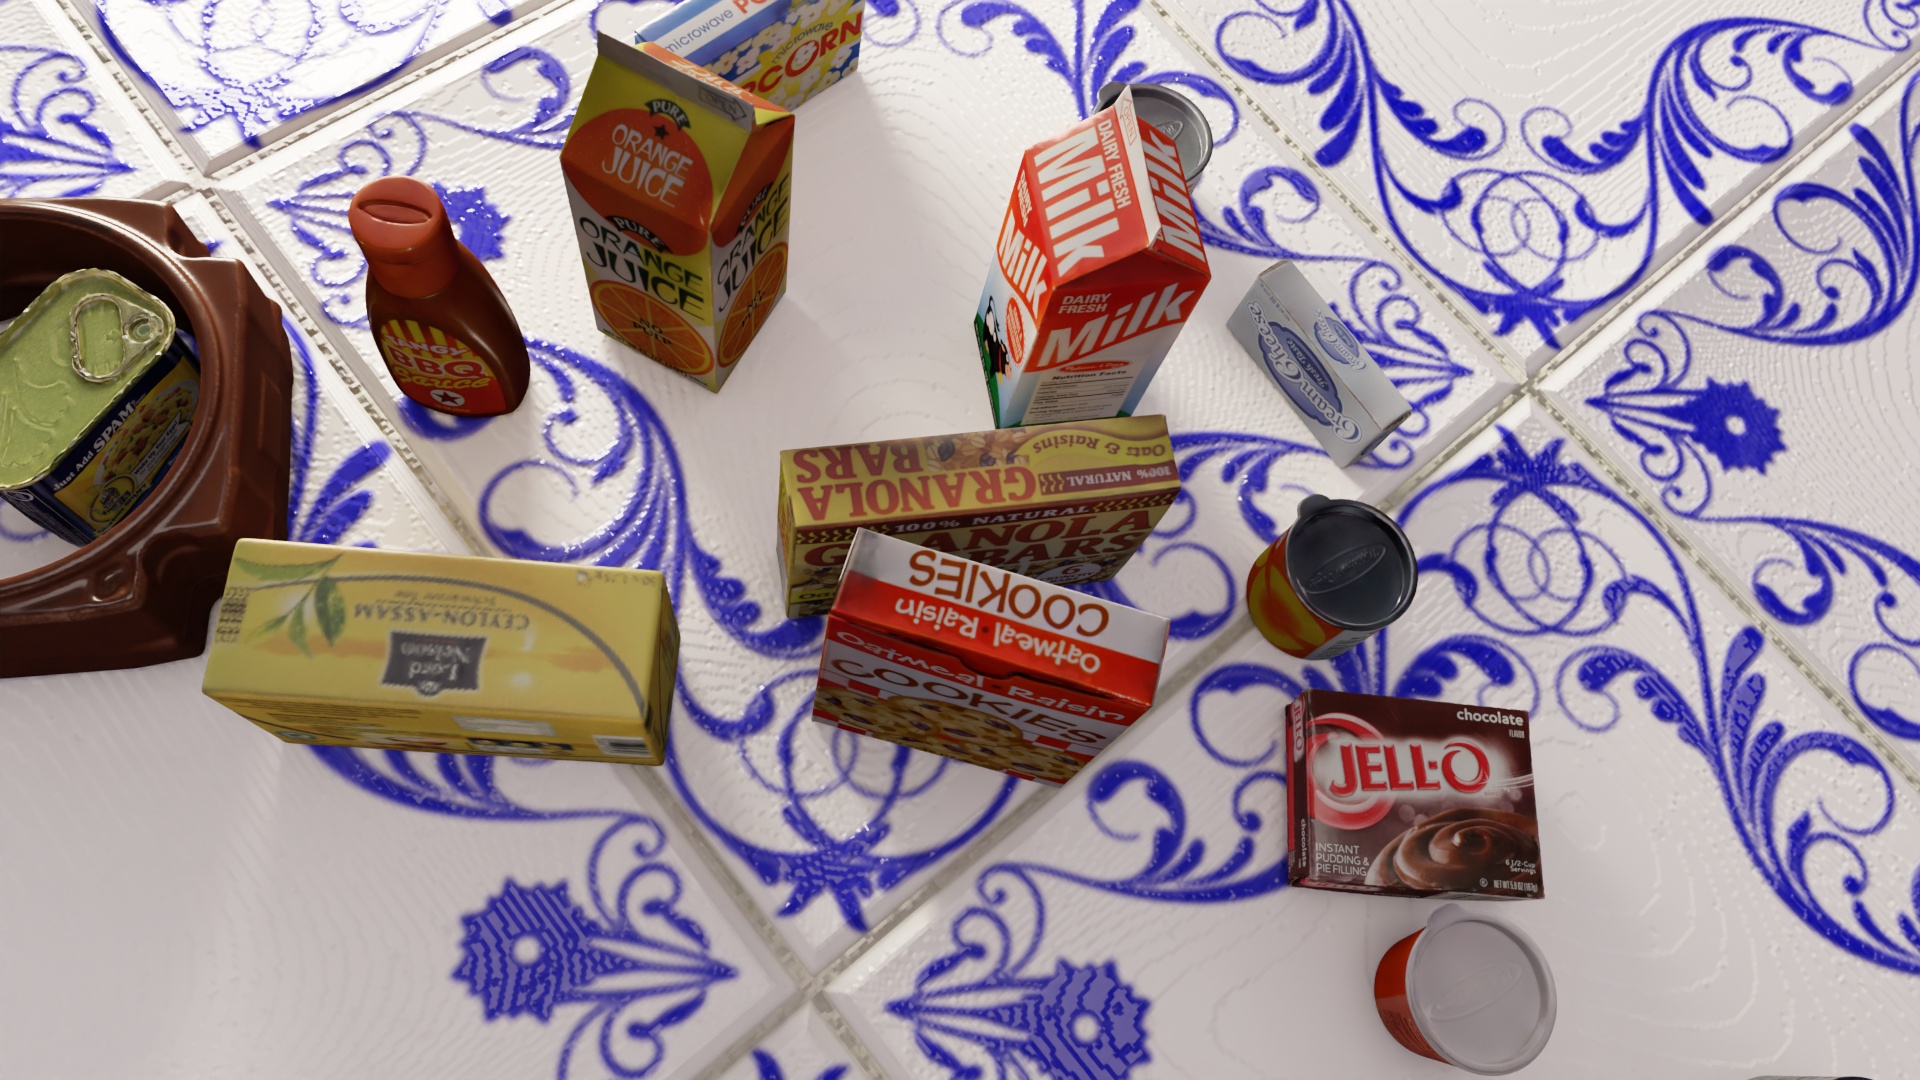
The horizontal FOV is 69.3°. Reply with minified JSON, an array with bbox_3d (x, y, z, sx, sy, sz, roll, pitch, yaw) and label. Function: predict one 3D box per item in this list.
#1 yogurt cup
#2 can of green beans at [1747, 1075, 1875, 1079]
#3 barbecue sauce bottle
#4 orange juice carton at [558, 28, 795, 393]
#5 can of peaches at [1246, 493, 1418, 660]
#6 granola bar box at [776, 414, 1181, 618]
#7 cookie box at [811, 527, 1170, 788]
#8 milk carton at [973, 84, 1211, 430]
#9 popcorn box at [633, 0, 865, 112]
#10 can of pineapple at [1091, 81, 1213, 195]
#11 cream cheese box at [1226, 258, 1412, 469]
[{"bbox_3d":[0.221,0.202,0.618,0.072,0.053,0.072,3,69,-8],"label":"yogurt cup"},{"bbox_3d":[0.381,0.272,0.614,0.071,0.057,0.071,3,69,-8],"label":"can of green beans"},{"bbox_3d":[-0.233,-0.105,0.615,0.065,0.148,0.044,10,69,-5],"label":"barbecue sauce bottle"},{"bbox_3d":[-0.124,-0.150,0.625,0.072,0.192,0.073,28,68,2],"label":"orange juice carton"},{"bbox_3d":[0.179,0.018,0.680,0.071,0.058,0.071,3,69,-8],"label":"can of peaches"},{"bbox_3d":[0.002,-0.008,0.627,0.166,0.123,0.039,-6,71,-11],"label":"granola bar box"},{"bbox_3d":[0.004,0.057,0.579,0.123,0.166,0.040,16,68,-2],"label":"cookie box"},{"bbox_3d":[0.060,-0.121,0.644,0.073,0.189,0.072,-6,71,-11],"label":"milk carton"},{"bbox_3d":[-0.108,-0.256,0.726,0.127,0.085,0.038,-40,80,-20],"label":"popcorn box"},{"bbox_3d":[0.096,-0.204,0.753,0.071,0.057,0.071,3,69,-8],"label":"can of pineapple"},{"bbox_3d":[0.186,-0.091,0.725,0.024,0.053,0.104,-31,77,-18],"label":"cream cheese box"}]
